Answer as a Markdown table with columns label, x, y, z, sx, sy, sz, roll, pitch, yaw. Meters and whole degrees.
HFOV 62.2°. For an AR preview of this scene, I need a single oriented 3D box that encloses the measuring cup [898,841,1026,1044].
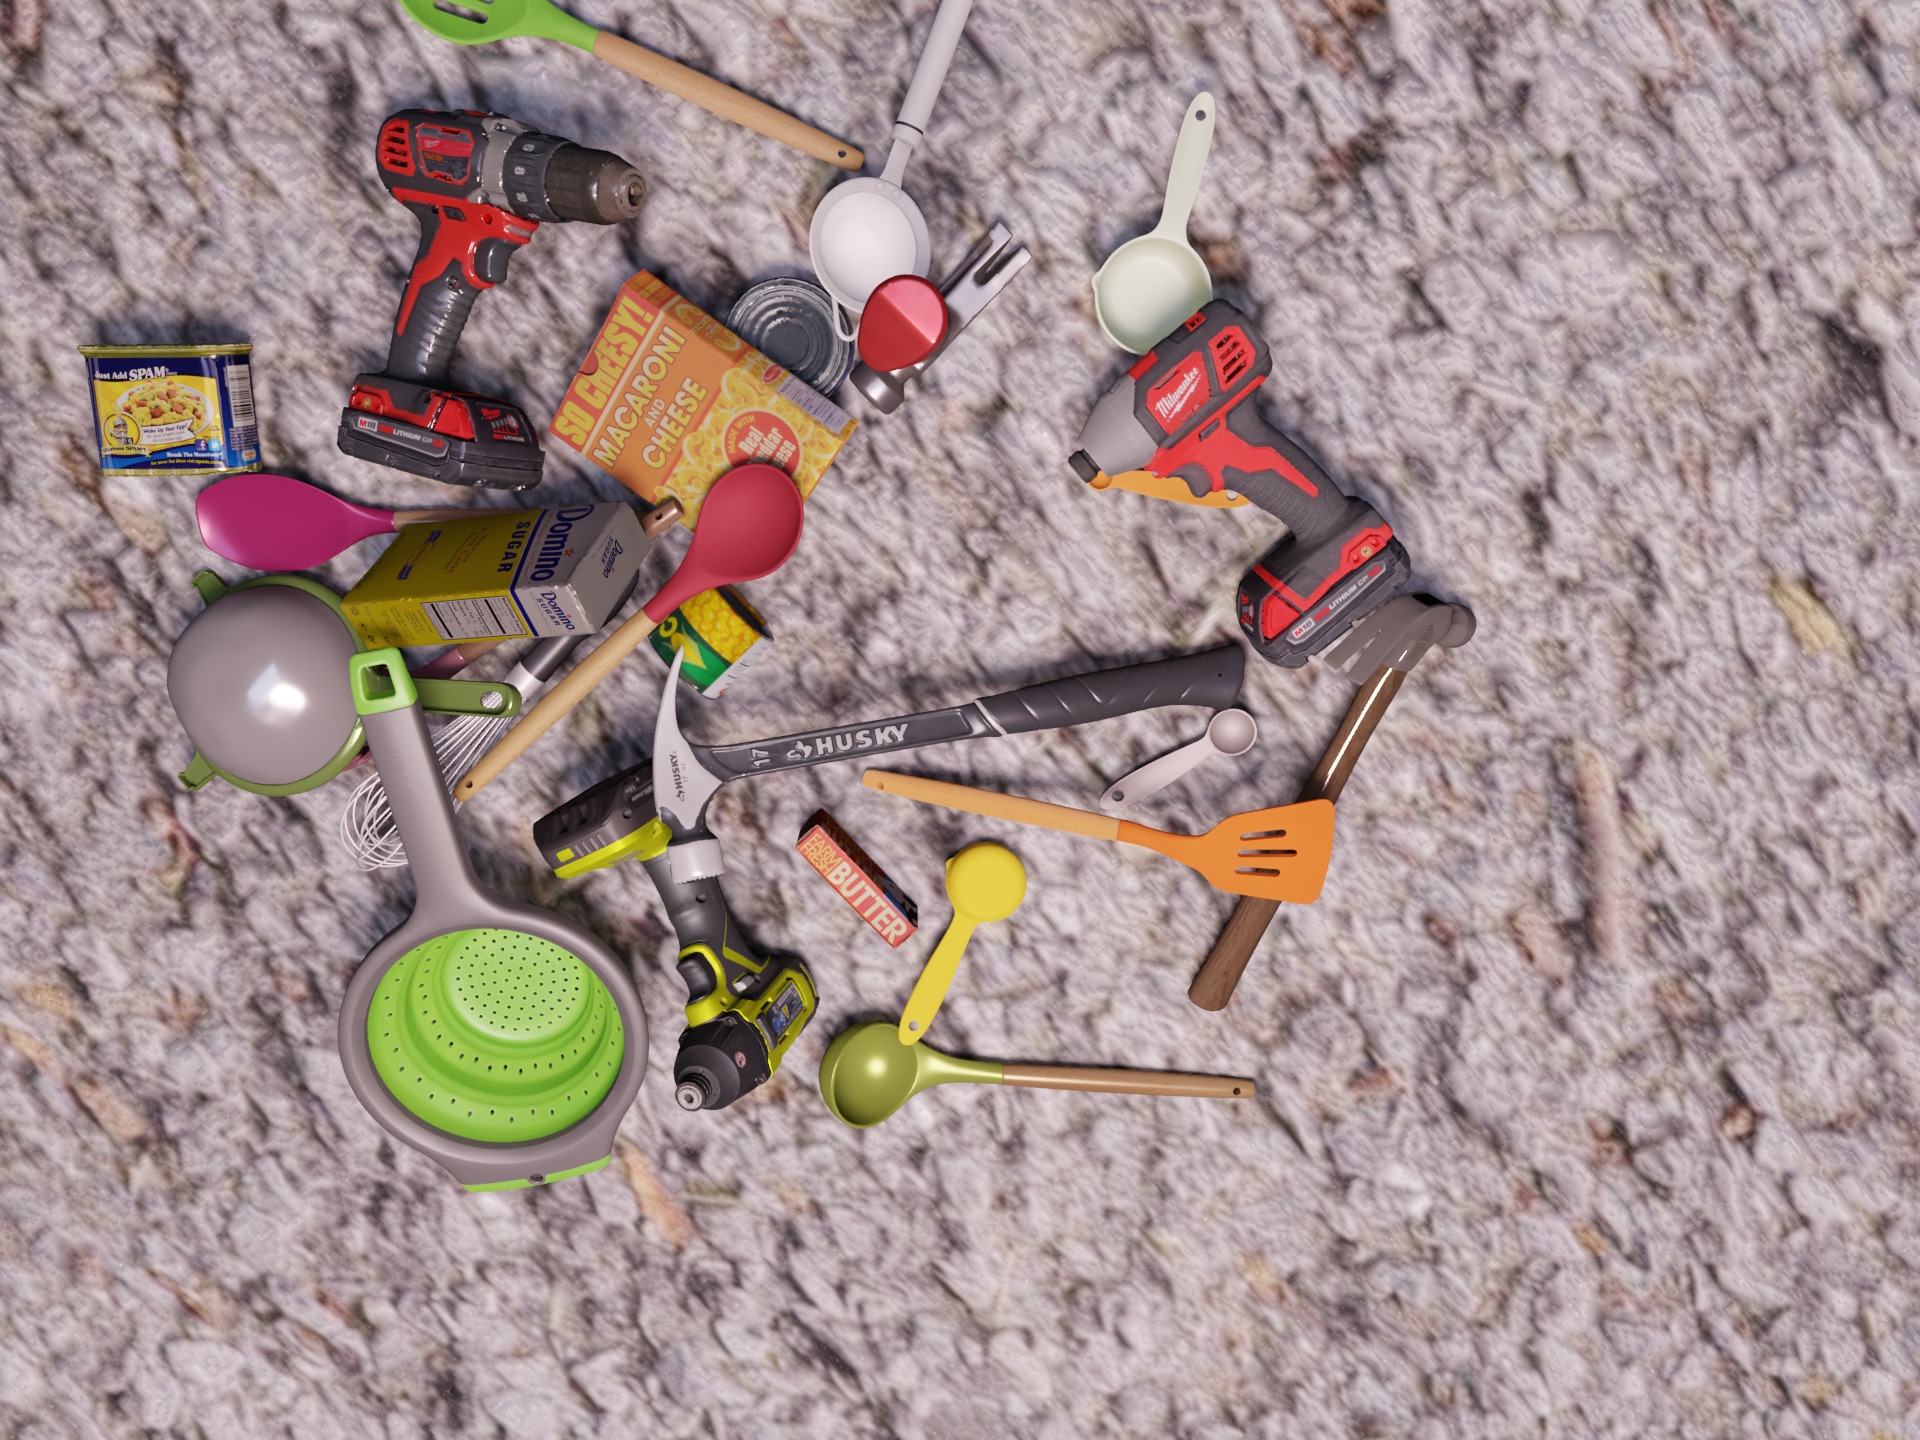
| label | x | y | z | sx | sy | sz | roll | pitch | yaw |
| --- | --- | --- | --- | --- | --- | --- | --- | --- | --- |
| measuring cup | -0.003 | 0.158 | 1.118 | 0.062 | 0.029 | 0.156 | 28 | 83 | -6 |

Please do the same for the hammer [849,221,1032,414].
| label | x | y | z | sx | sy | sz | roll | pitch | yaw |
| --- | --- | --- | --- | --- | --- | --- | --- | --- | --- |
| hammer | -0.011 | -0.228 | 0.873 | 0.038 | 0.386 | 0.143 | 44 | 98 | -9 |

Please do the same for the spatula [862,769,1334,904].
| label | x | y | z | sx | sy | sz | roll | pitch | yaw |
| --- | --- | --- | --- | --- | --- | --- | --- | --- | --- |
| spatula | 0.088 | 0.066 | 1.083 | 0.323 | 0.041 | 0.081 | 11 | 117 | 17 |

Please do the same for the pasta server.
| label | x | y | z | sx | sy | sz | roll | pitch | yaw |
| --- | --- | --- | --- | --- | --- | --- | --- | --- | --- |
| pasta server | -0.316 | -0.059 | 1.068 | 0.316 | 0.040 | 0.060 | -32 | 83 | 13 |

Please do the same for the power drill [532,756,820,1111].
| label | x | y | z | sx | sy | sz | roll | pitch | yaw |
| --- | --- | --- | --- | --- | --- | --- | --- | --- | --- |
| power drill | -0.186 | 0.141 | 1.063 | 0.080 | 0.171 | 0.223 | -25 | 97 | 19 |

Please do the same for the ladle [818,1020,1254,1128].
| label | x | y | z | sx | sy | sz | roll | pitch | yaw |
| --- | --- | --- | --- | --- | --- | --- | --- | --- | --- |
| ladle | 0.058 | 0.262 | 1.150 | 0.320 | 0.062 | 0.078 | 4 | 98 | -4 |

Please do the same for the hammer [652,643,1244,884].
| label | x | y | z | sx | sy | sz | roll | pitch | yaw |
| --- | --- | --- | --- | --- | --- | --- | --- | --- | --- |
| hammer | -0.002 | -0.003 | 1.054 | 0.409 | 0.036 | 0.149 | -10 | 85 | -13 |

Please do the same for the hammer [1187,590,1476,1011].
| label | x | y | z | sx | sy | sz | roll | pitch | yaw |
| --- | --- | --- | --- | --- | --- | --- | --- | --- | --- |
| hammer | 0.241 | 0.061 | 1.095 | 0.031 | 0.130 | 0.331 | 38 | 112 | 34 |

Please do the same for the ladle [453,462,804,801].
| label | x | y | z | sx | sy | sz | roll | pitch | yaw |
| --- | --- | --- | --- | --- | --- | --- | --- | --- | --- |
| ladle | -0.220 | -0.050 | 1.039 | 0.315 | 0.031 | 0.069 | -41 | 84 | 10 |

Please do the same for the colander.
| label | x | y | z | sx | sy | sz | roll | pitch | yaw |
| --- | --- | --- | --- | --- | --- | --- | --- | --- | --- |
| colander | -0.329 | 0.127 | 1.076 | 0.204 | 0.095 | 0.396 | -11 | 111 | -1 |

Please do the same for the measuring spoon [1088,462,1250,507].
| label | x | y | z | sx | sy | sz | roll | pitch | yaw |
| --- | --- | --- | --- | --- | --- | --- | --- | --- | --- |
| measuring spoon | 0.142 | -0.160 | 1.084 | 0.117 | 0.011 | 0.021 | 7 | 102 | -6 |

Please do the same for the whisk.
| label | x | y | z | sx | sy | sz | roll | pitch | yaw |
| --- | --- | --- | --- | --- | --- | --- | --- | --- | --- |
| whisk | -0.321 | -0.005 | 1.092 | 0.070 | 0.070 | 0.284 | 43 | 93 | -9 |

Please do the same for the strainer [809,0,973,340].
| label | x | y | z | sx | sy | sz | roll | pitch | yaw |
| --- | --- | --- | --- | --- | --- | --- | --- | --- | --- |
| strainer | -0.037 | -0.368 | 1.022 | 0.086 | 0.050 | 0.258 | 19 | 96 | -30 |

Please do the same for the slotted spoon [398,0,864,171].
| label | x | y | z | sx | sy | sz | roll | pitch | yaw |
| --- | --- | --- | --- | --- | --- | --- | --- | --- | --- |
| slotted spoon | -0.208 | -0.420 | 1.016 | 0.313 | 0.031 | 0.070 | 22 | 101 | -7 |

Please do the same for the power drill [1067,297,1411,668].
| label | x | y | z | sx | sy | sz | roll | pitch | yaw |
| --- | --- | --- | --- | --- | --- | --- | --- | --- | --- |
| power drill | 0.179 | -0.147 | 1.036 | 0.143 | 0.079 | 0.219 | -39 | 108 | 7 |

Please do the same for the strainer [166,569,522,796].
| label | x | y | z | sx | sy | sz | roll | pitch | yaw |
| --- | --- | --- | --- | --- | --- | --- | --- | --- | --- |
| strainer | -0.417 | -0.021 | 1.040 | 0.256 | 0.069 | 0.151 | 4 | 90 | 13 |

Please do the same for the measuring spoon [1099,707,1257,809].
| label | x | y | z | sx | sy | sz | roll | pitch | yaw |
| --- | --- | --- | --- | --- | --- | --- | --- | --- | --- |
| measuring spoon | 0.152 | 0.028 | 1.123 | 0.124 | 0.018 | 0.034 | -30 | 103 | 13 |

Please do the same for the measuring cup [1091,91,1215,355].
| label | x | y | z | sx | sy | sz | roll | pitch | yaw |
| --- | --- | --- | --- | --- | --- | --- | --- | --- | --- |
| measuring cup | 0.135 | -0.321 | 1.035 | 0.083 | 0.038 | 0.167 | 14 | 100 | -4 |

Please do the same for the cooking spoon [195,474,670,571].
| label | x | y | z | sx | sy | sz | roll | pitch | yaw |
| --- | --- | --- | --- | --- | --- | --- | --- | --- | --- |
| cooking spoon | -0.356 | -0.135 | 1.078 | 0.319 | 0.017 | 0.068 | 0 | 114 | 0 |

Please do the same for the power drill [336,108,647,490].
| label | x | y | z | sx | sy | sz | roll | pitch | yaw |
| --- | --- | --- | --- | --- | --- | --- | --- | --- | --- |
| power drill | -0.293 | -0.261 | 0.995 | 0.188 | 0.080 | 0.226 | 17 | 101 | 23 |
